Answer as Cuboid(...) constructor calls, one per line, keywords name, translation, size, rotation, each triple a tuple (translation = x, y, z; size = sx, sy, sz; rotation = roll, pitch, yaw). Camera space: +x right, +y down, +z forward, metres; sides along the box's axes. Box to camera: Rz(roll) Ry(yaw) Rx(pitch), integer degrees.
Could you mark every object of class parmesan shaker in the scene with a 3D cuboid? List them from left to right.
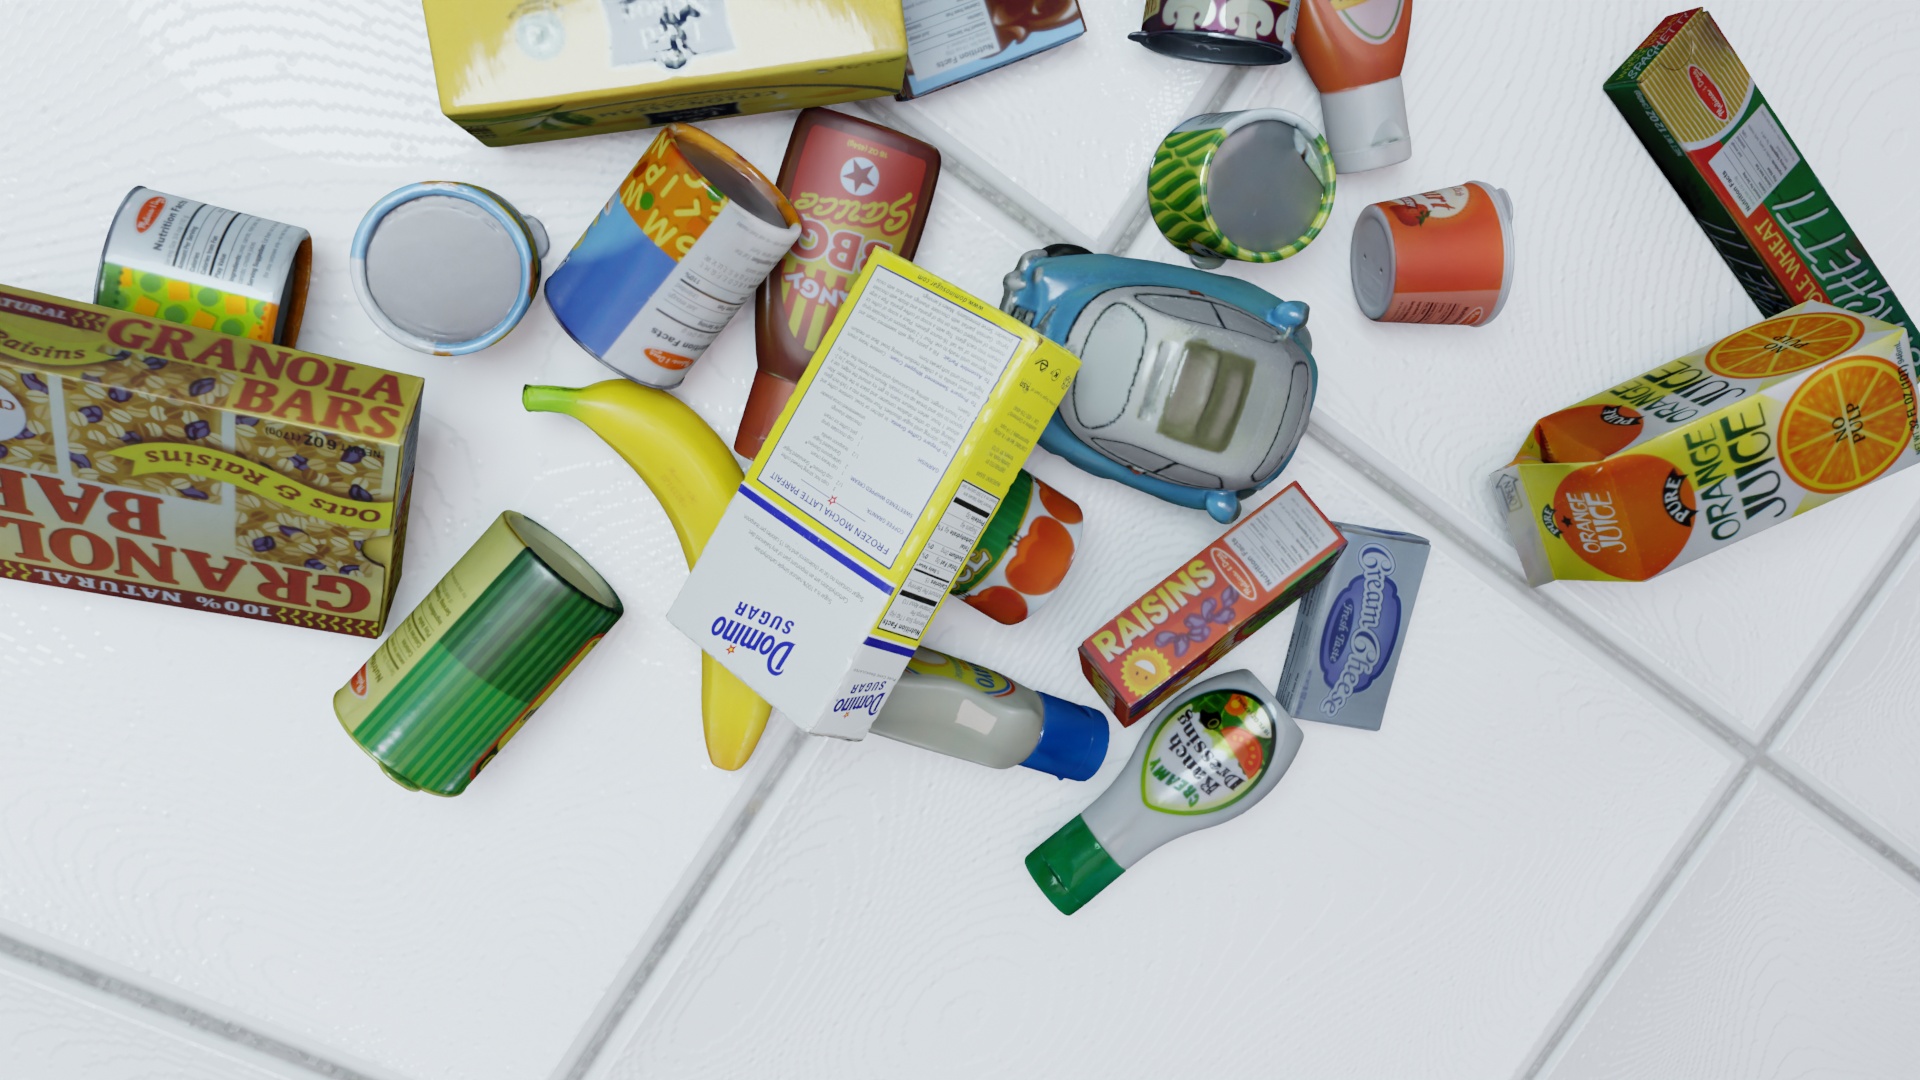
Cuboid(name="parmesan shaker", translation=(-0.197, 0.048, 0.576), size=(0.071, 0.071, 0.103), rotation=(43, 90, -20))

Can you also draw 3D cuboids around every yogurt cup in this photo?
Cuboid(name="yogurt cup", translation=(0.218, -0.132, 0.649), size=(0.054, 0.072, 0.072), rotation=(-6, 105, -5))

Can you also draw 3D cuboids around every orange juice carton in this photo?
Cuboid(name="orange juice carton", translation=(0.365, -0.043, 0.695), size=(0.193, 0.073, 0.071), rotation=(-24, 110, 5))

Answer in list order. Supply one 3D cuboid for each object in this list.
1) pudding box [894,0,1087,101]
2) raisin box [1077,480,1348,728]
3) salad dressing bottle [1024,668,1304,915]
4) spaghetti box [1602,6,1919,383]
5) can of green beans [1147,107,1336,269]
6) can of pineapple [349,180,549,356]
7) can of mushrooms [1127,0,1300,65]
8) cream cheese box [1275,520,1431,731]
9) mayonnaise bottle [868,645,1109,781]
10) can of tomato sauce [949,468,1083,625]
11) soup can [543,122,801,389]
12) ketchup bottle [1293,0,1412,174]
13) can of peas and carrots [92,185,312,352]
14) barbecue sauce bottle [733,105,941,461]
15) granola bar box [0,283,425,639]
Cuboid(name="pudding box", translation=(0.006, -0.223, 0.586), size=(0.084, 0.030, 0.049), rotation=(-24, 107, -8))
Cuboid(name="raisin box", translation=(0.114, 0.032, 0.647), size=(0.123, 0.086, 0.040), rotation=(-37, 76, -4))
Cuboid(name="salad dressing bottle", translation=(0.099, 0.126, 0.686), size=(0.147, 0.044, 0.064), rotation=(-40, 72, 4))
Cuboid(name="spaghetti box", translation=(0.419, -0.160, 0.713), size=(0.249, 0.029, 0.050), rotation=(43, 90, -20))
Cuboid(name="can of green beans", translation=(0.125, -0.158, 0.619), size=(0.071, 0.058, 0.071), rotation=(-4, 105, -14))
Cuboid(name="can of pineapple", translation=(-0.199, -0.109, 0.544), size=(0.071, 0.058, 0.070), rotation=(-4, 104, -14))
Cuboid(name="can of mushrooms", translation=(0.109, -0.226, 0.594), size=(0.071, 0.071, 0.033), rotation=(5, 102, -16))
Cuboid(name="cream cheese box", translation=(0.198, 0.043, 0.706), size=(0.053, 0.024, 0.103), rotation=(9, 101, -17))
Cuboid(name="mayonnaise bottle", translation=(-0.002, 0.076, 0.643), size=(0.148, 0.065, 0.041), rotation=(19, 101, -22))
Cuboid(name="can of tomato sauce", translation=(0.002, -0.008, 0.618), size=(0.083, 0.071, 0.071), rotation=(31, 94, -20))
Cuboid(name="soup can", translation=(-0.115, -0.114, 0.551), size=(0.071, 0.072, 0.083), rotation=(36, 111, -20))
Cuboid(name="ketchup bottle", translation=(0.172, -0.241, 0.620), size=(0.065, 0.043, 0.148), rotation=(-18, 108, -10))
Cuboid(name="can of peas and carrots", translation=(-0.283, -0.092, 0.524), size=(0.059, 0.071, 0.070), rotation=(13, 100, -18))
Cuboid(name="barbecue sauce bottle", translation=(-0.059, -0.103, 0.591), size=(0.065, 0.044, 0.148), rotation=(16, 99, -11))
Cuboid(name="granola bar box", translation=(-0.294, -0.025, 0.516), size=(0.166, 0.039, 0.123), rotation=(12, 137, -17))
